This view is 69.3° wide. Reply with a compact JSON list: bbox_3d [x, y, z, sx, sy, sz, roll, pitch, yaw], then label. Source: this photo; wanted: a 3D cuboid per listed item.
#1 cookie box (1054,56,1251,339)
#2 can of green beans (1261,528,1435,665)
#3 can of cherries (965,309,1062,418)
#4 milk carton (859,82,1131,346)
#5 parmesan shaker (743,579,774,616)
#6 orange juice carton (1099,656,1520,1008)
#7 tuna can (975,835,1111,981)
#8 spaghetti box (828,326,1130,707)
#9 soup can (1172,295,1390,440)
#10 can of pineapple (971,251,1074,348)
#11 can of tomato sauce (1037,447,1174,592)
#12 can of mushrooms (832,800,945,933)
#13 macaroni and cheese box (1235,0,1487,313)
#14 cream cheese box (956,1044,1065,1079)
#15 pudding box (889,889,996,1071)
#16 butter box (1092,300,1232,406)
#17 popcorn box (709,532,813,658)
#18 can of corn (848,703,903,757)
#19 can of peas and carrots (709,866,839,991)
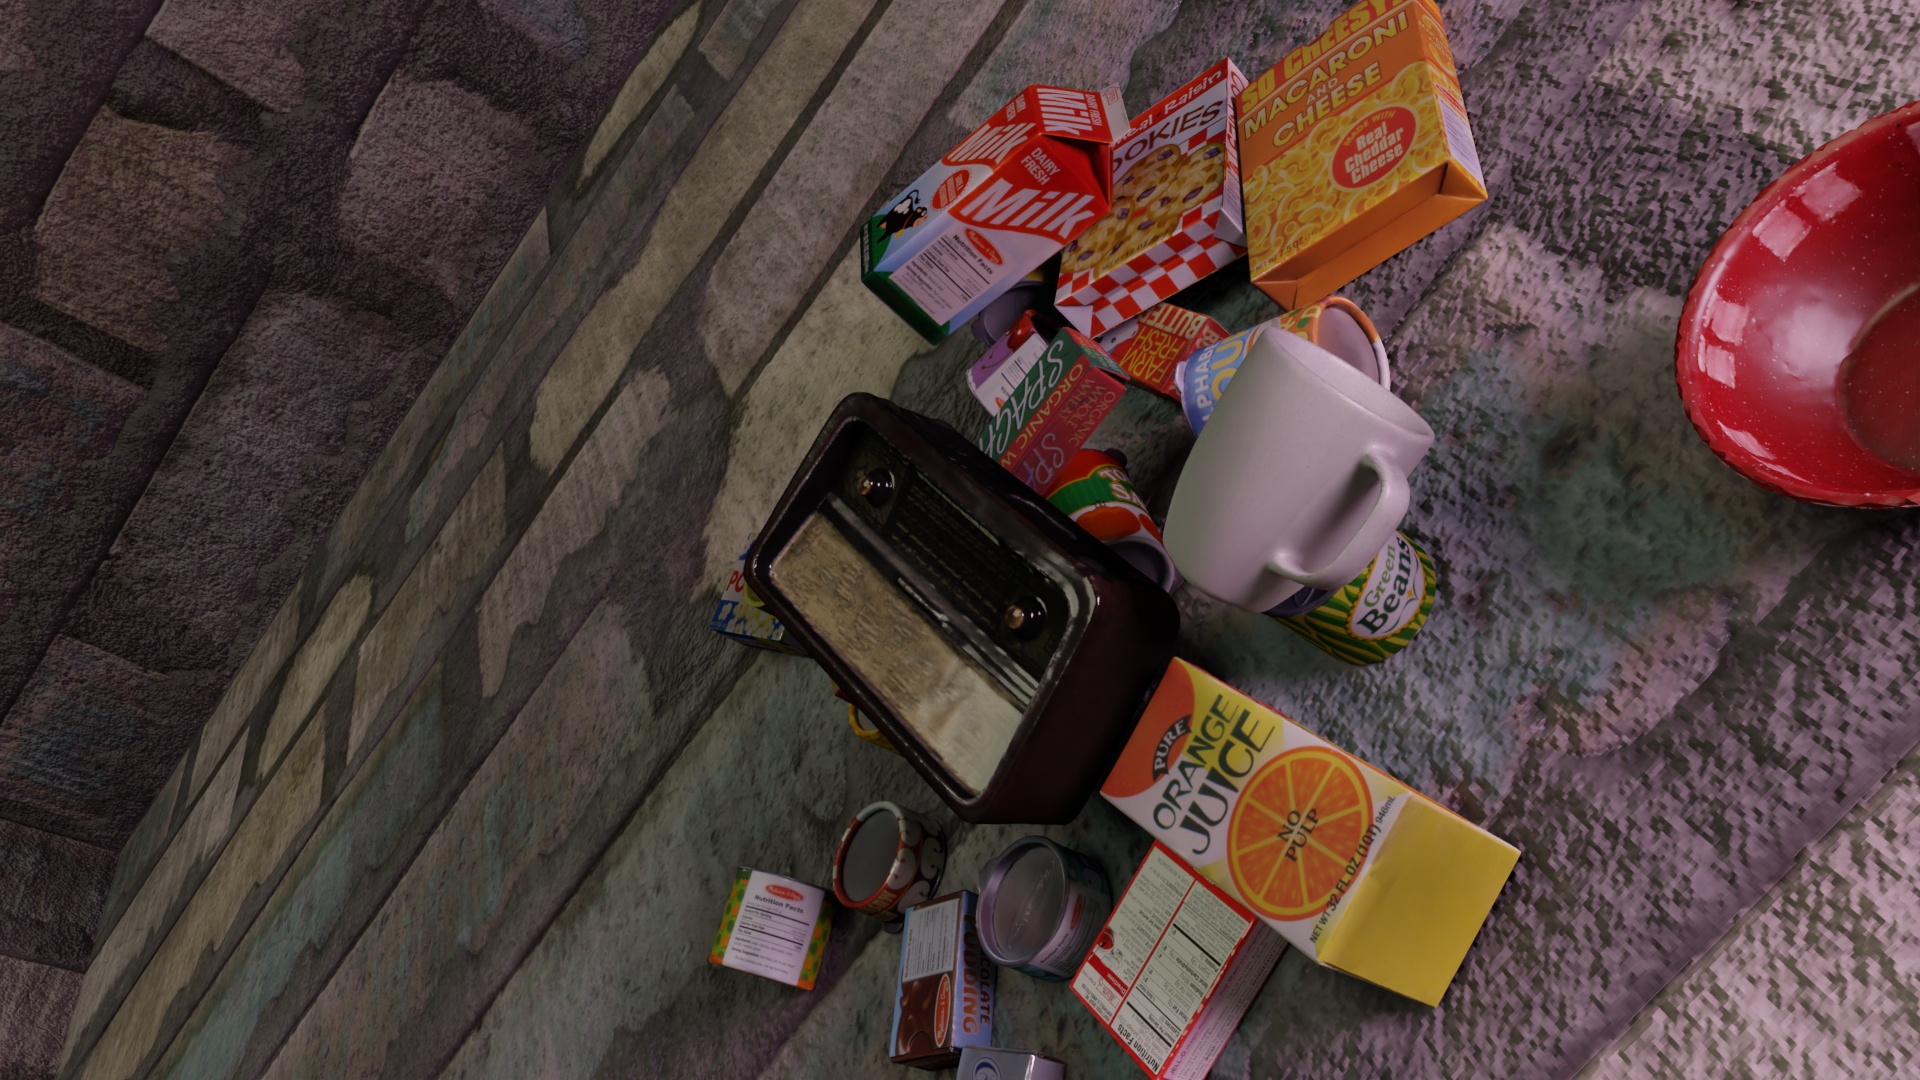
[{"bbox_3d":[0.127,-0.216,0.874,0.122,0.040,0.168,-26,37,35],"label":"cookie box"},{"bbox_3d":[0.171,0.016,0.627,0.071,0.058,0.071,-35,39,35],"label":"can of green beans"},{"bbox_3d":[0.047,-0.107,0.898,0.058,0.071,0.072,-45,35,23],"label":"can of cherries"},{"bbox_3d":[0.028,-0.218,0.888,0.190,0.073,0.073,-34,35,24],"label":"milk carton"},{"bbox_3d":[-0.083,0.032,0.930,0.071,0.103,0.072,-35,40,35],"label":"parmesan shaker"},{"bbox_3d":[0.129,0.110,0.594,0.072,0.073,0.193,-61,31,1],"label":"orange juice carton"},{"bbox_3d":[0.040,0.184,0.697,0.071,0.033,0.071,-35,39,35],"label":"tuna can"},{"bbox_3d":[0.003,-0.010,0.788,0.249,0.028,0.050,-52,33,18],"label":"spaghetti box"},{"bbox_3d":[0.163,-0.081,0.706,0.083,0.071,0.071,-20,49,46],"label":"soup can"},{"bbox_3d":[0.041,-0.167,0.951,0.070,0.071,0.058,-40,36,30],"label":"can of pineapple"},{"bbox_3d":[0.076,-0.002,0.770,0.071,0.071,0.083,-47,35,21],"label":"can of tomato sauce"},{"bbox_3d":[-0.043,0.189,0.810,0.070,0.033,0.071,-34,40,34],"label":"can of mushrooms"},{"bbox_3d":[0.217,-0.224,0.777,0.123,0.040,0.167,-30,42,38],"label":"macaroni and cheese box"},{"bbox_3d":[0.015,0.293,0.651,0.053,0.024,0.104,-17,51,48],"label":"cream cheese box"},{"bbox_3d":[-0.008,0.231,0.729,0.049,0.030,0.084,-28,43,39],"label":"pudding box"},{"bbox_3d":[0.117,-0.119,0.847,0.053,0.024,0.104,-57,32,3],"label":"butter box"},{"bbox_3d":[-0.136,0.040,1.060,0.126,0.038,0.085,3,66,55],"label":"popcorn box"},{"bbox_3d":[-0.027,0.100,0.837,0.071,0.058,0.071,-35,39,35],"label":"can of corn"},{"bbox_3d":[-0.112,0.235,0.841,0.071,0.071,0.059,-11,57,51],"label":"can of peas and carrots"}]
